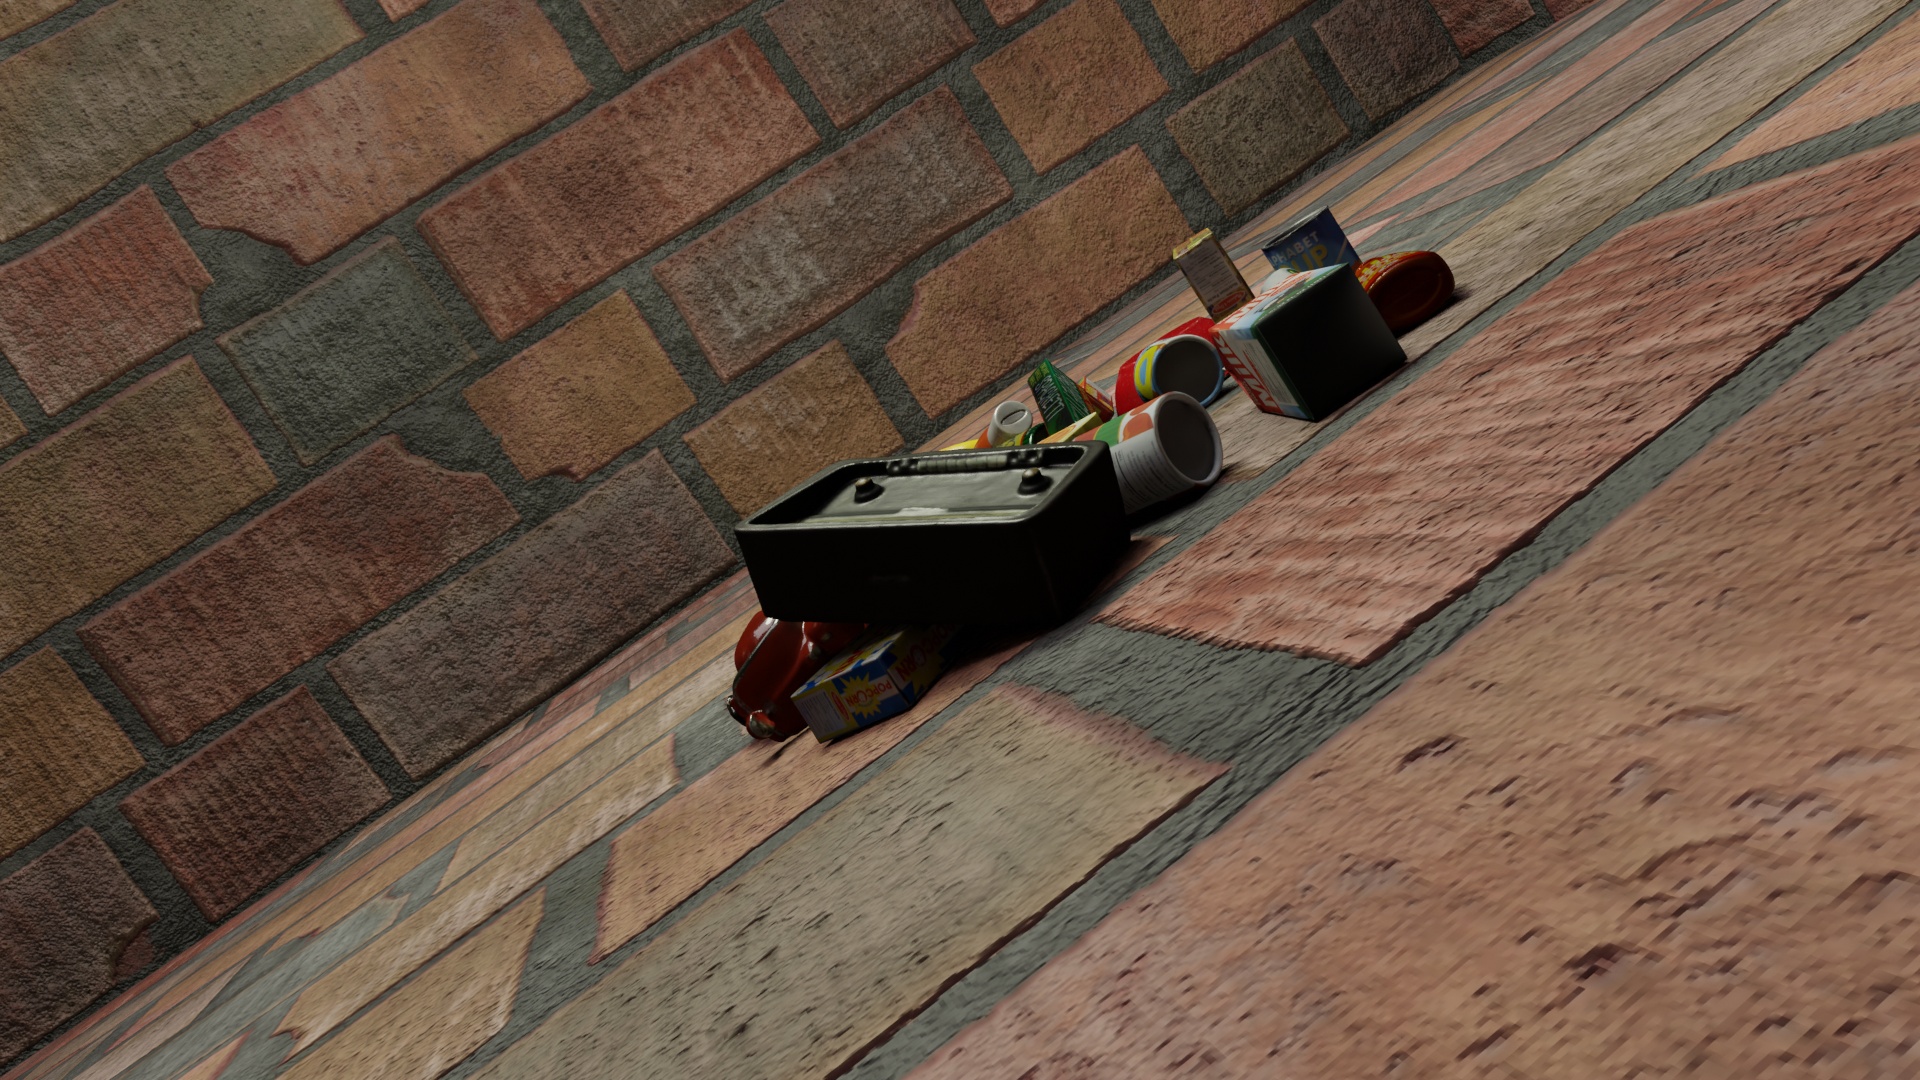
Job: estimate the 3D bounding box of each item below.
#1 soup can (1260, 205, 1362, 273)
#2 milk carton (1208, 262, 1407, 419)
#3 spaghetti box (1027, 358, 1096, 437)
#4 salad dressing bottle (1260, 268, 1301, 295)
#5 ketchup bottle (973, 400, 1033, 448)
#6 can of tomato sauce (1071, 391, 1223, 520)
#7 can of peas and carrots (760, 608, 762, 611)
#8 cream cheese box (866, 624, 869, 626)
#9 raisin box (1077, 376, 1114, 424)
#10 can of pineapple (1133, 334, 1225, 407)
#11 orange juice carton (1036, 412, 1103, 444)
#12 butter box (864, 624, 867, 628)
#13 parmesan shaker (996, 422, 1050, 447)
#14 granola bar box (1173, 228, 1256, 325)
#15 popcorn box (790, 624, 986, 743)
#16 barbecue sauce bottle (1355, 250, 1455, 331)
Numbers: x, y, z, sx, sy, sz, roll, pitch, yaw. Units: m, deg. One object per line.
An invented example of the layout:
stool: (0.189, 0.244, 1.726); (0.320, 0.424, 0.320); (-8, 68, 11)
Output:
soup can: (0.309, -0.235, 1.202); (0.071, 0.083, 0.071); (-34, 7, 5)
milk carton: (0.227, -0.135, 0.948); (0.072, 0.073, 0.191); (-34, 7, 3)
spaghetti box: (0.094, -0.098, 1.156); (0.028, 0.050, 0.251); (-49, 16, 15)
salad dressing bottle: (0.278, -0.183, 1.110); (0.044, 0.064, 0.148); (-48, 12, 15)
ketchup bottle: (0.037, -0.080, 1.315); (0.065, 0.043, 0.148); (-31, -15, -21)
can of tomato sauce: (0.120, -0.054, 0.910); (0.083, 0.071, 0.071); (-25, 11, 46)
can of peas and carrots: (-0.143, 0.068, 1.258); (0.071, 0.071, 0.058); (-37, 7, -22)
cream cheese box: (-0.059, 0.026, 1.035); (0.024, 0.103, 0.053); (23, 61, 35)
raisin box: (0.108, -0.108, 1.344); (0.086, 0.040, 0.124); (-51, 3, 13)
can of pineapple: (0.189, -0.142, 1.200); (0.071, 0.071, 0.058); (-34, 7, -4)
orange juice carton: (0.032, -0.013, 1.011); (0.192, 0.071, 0.073); (-27, 9, 40)
butter box: (-0.046, 0.052, 1.113); (0.104, 0.024, 0.053); (-35, 7, -13)
parmesan shaker: (0.052, -0.057, 1.237); (0.102, 0.071, 0.072); (-28, 9, 41)
granola bar box: (0.227, -0.199, 1.165); (0.039, 0.124, 0.166); (-32, 7, 15)
popcorn box: (-0.040, 0.072, 0.895); (0.085, 0.038, 0.127); (-26, 10, 38)
barbecue sauce bottle: (0.314, -0.184, 1.008); (0.065, 0.043, 0.149); (-33, 7, 15)
